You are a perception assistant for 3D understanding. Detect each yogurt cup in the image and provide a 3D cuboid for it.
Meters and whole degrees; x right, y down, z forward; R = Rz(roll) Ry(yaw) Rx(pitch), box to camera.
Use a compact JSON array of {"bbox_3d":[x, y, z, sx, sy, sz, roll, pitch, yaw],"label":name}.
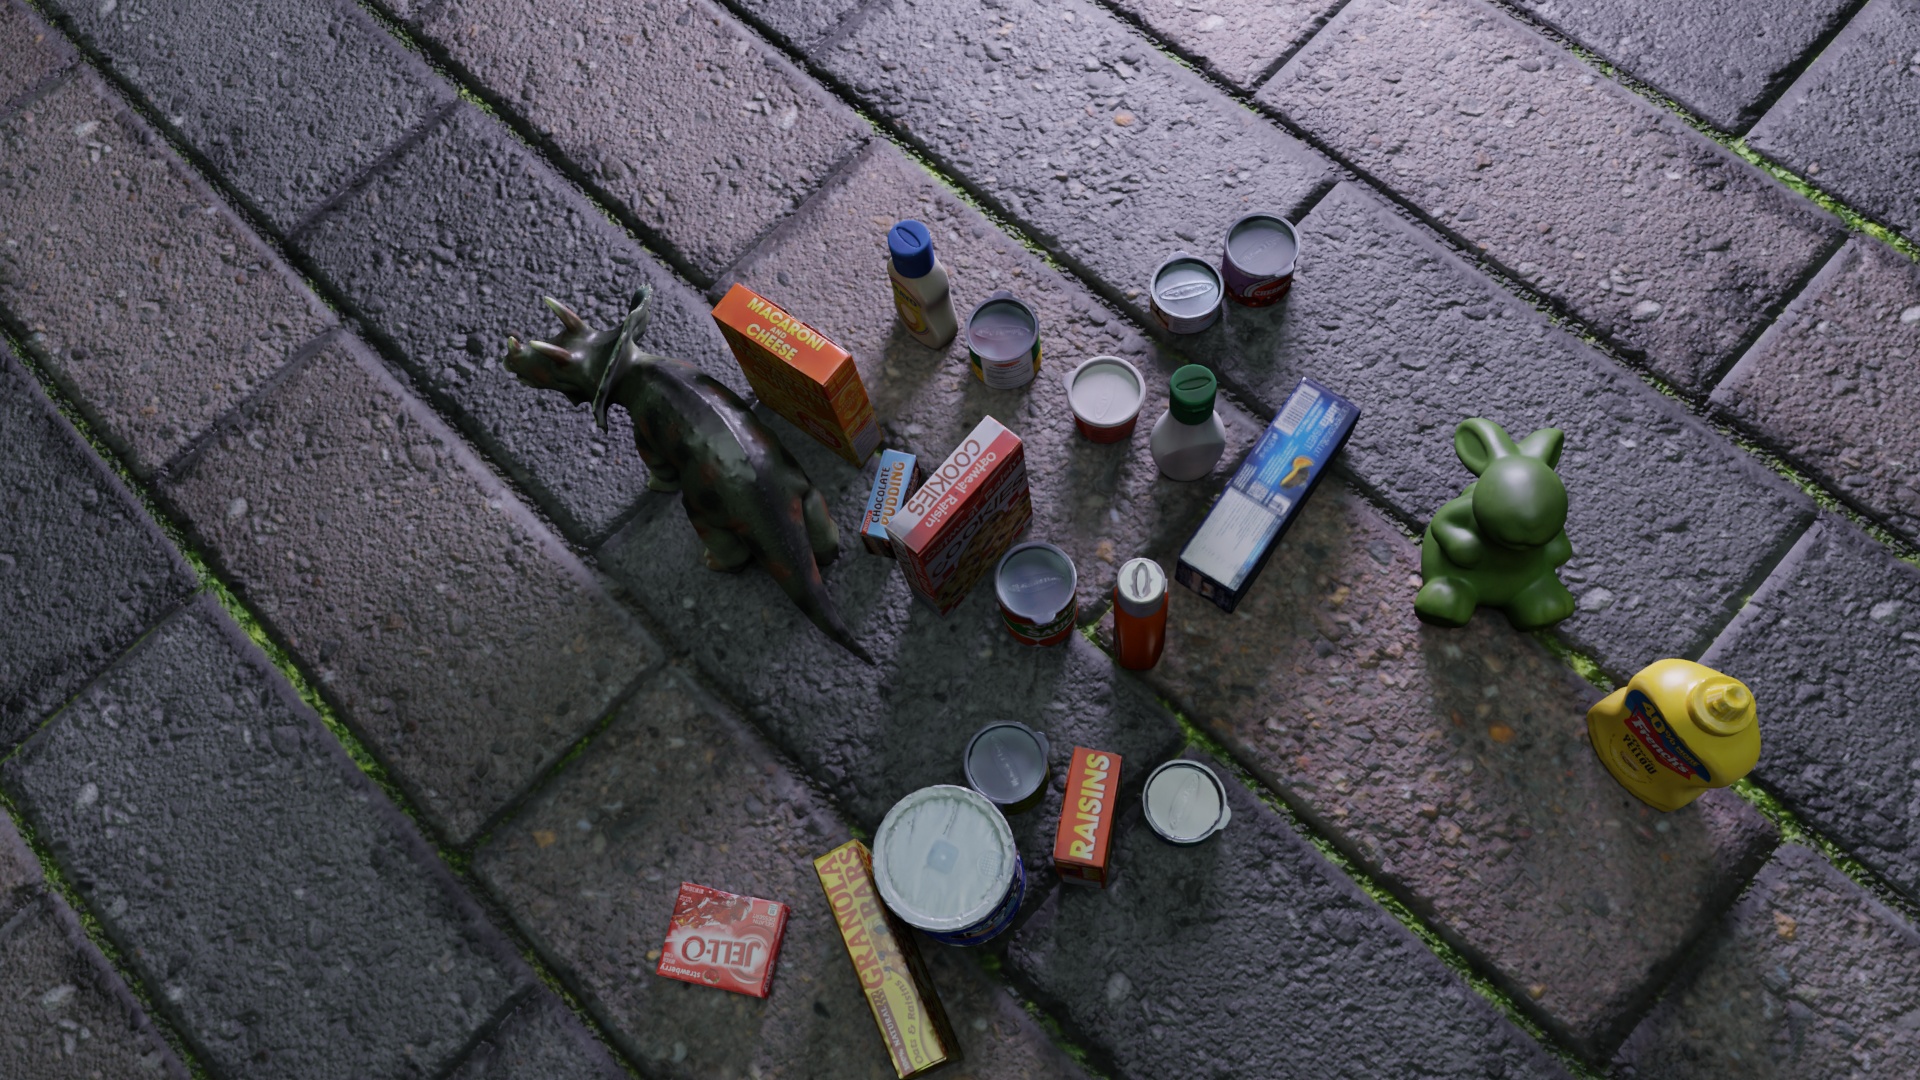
[{"bbox_3d":[0.128,-0.120,1.220,0.072,0.053,0.072,-2,69,5],"label":"yogurt cup"}]

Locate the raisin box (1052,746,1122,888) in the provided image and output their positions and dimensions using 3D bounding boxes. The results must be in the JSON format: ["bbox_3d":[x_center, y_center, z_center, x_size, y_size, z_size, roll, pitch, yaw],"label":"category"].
[{"bbox_3d":[0.098,0.213,1.058,0.040,0.123,0.086,10,71,10],"label":"raisin box"}]

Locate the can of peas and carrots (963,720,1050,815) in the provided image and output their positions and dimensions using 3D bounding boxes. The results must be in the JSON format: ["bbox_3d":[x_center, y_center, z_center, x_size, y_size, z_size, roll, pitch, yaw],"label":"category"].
[{"bbox_3d":[0.040,0.181,1.111,0.071,0.058,0.071,-2,69,5],"label":"can of peas and carrots"}]

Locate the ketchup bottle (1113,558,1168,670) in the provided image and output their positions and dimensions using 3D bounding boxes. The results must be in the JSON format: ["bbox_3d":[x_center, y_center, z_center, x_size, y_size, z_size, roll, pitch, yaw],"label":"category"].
[{"bbox_3d":[0.143,0.055,1.100,0.043,0.148,0.065,3,70,7],"label":"ketchup bottle"}]

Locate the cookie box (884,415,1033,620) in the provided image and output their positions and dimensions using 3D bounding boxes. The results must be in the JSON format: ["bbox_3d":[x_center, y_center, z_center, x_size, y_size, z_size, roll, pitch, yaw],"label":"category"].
[{"bbox_3d":[0.004,-0.014,1.132,0.040,0.167,0.123,37,77,17],"label":"cookie box"}]

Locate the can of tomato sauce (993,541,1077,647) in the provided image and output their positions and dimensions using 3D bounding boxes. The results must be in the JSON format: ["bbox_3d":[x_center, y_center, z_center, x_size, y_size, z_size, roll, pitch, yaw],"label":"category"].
[{"bbox_3d":[0.065,0.048,1.147,0.071,0.083,0.071,-2,69,5],"label":"can of tomato sauce"}]

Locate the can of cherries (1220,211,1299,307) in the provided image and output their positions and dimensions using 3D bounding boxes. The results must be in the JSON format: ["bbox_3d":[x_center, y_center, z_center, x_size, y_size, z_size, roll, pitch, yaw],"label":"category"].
[{"bbox_3d":[0.270,-0.250,1.253,0.071,0.058,0.072,-2,69,5],"label":"can of cherries"}]

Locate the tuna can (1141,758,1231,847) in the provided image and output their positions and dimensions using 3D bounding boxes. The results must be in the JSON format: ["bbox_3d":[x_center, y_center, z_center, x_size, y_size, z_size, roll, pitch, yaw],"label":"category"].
[{"bbox_3d":[0.179,0.210,1.099,0.071,0.032,0.071,-2,69,5],"label":"tuna can"}]

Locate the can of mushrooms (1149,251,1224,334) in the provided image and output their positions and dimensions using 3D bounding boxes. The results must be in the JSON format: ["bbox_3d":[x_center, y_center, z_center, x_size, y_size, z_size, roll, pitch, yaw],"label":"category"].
[{"bbox_3d":[0.205,-0.225,1.264,0.071,0.033,0.071,-2,69,5],"label":"can of mushrooms"}]

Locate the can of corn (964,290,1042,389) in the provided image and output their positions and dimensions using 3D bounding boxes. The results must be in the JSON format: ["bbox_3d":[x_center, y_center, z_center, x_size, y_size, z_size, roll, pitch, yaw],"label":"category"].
[{"bbox_3d":[0.040,-0.179,1.250,0.071,0.058,0.071,-2,69,5],"label":"can of corn"}]

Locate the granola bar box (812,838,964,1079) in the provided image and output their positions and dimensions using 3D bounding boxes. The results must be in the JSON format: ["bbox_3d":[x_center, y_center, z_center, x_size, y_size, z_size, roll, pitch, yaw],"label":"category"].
[{"bbox_3d":[-0.053,0.314,1.034,0.039,0.124,0.166,-25,69,-3],"label":"granola bar box"}]

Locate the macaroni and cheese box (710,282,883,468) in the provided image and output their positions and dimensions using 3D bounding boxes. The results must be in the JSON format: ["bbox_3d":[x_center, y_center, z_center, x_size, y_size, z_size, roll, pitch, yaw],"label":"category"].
[{"bbox_3d":[-0.137,-0.140,1.195,0.124,0.166,0.040,34,76,17],"label":"macaroni and cheese box"}]

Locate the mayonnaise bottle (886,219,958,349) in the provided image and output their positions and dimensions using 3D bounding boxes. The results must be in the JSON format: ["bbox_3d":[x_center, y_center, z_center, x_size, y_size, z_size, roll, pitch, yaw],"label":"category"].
[{"bbox_3d":[-0.037,-0.228,1.229,0.041,0.147,0.065,-44,71,-10],"label":"mayonnaise bottle"}]

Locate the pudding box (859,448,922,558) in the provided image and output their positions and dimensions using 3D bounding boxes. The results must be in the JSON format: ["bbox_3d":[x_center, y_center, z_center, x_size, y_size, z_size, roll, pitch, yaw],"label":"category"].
[{"bbox_3d":[-0.060,-0.032,1.208,0.030,0.049,0.084,12,71,11],"label":"pudding box"}]

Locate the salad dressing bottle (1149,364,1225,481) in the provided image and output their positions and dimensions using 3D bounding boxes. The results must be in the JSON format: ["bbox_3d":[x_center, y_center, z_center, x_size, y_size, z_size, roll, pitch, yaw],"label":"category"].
[{"bbox_3d":[0.191,-0.097,1.154,0.064,0.147,0.044,-12,69,2],"label":"salad dressing bottle"}]
